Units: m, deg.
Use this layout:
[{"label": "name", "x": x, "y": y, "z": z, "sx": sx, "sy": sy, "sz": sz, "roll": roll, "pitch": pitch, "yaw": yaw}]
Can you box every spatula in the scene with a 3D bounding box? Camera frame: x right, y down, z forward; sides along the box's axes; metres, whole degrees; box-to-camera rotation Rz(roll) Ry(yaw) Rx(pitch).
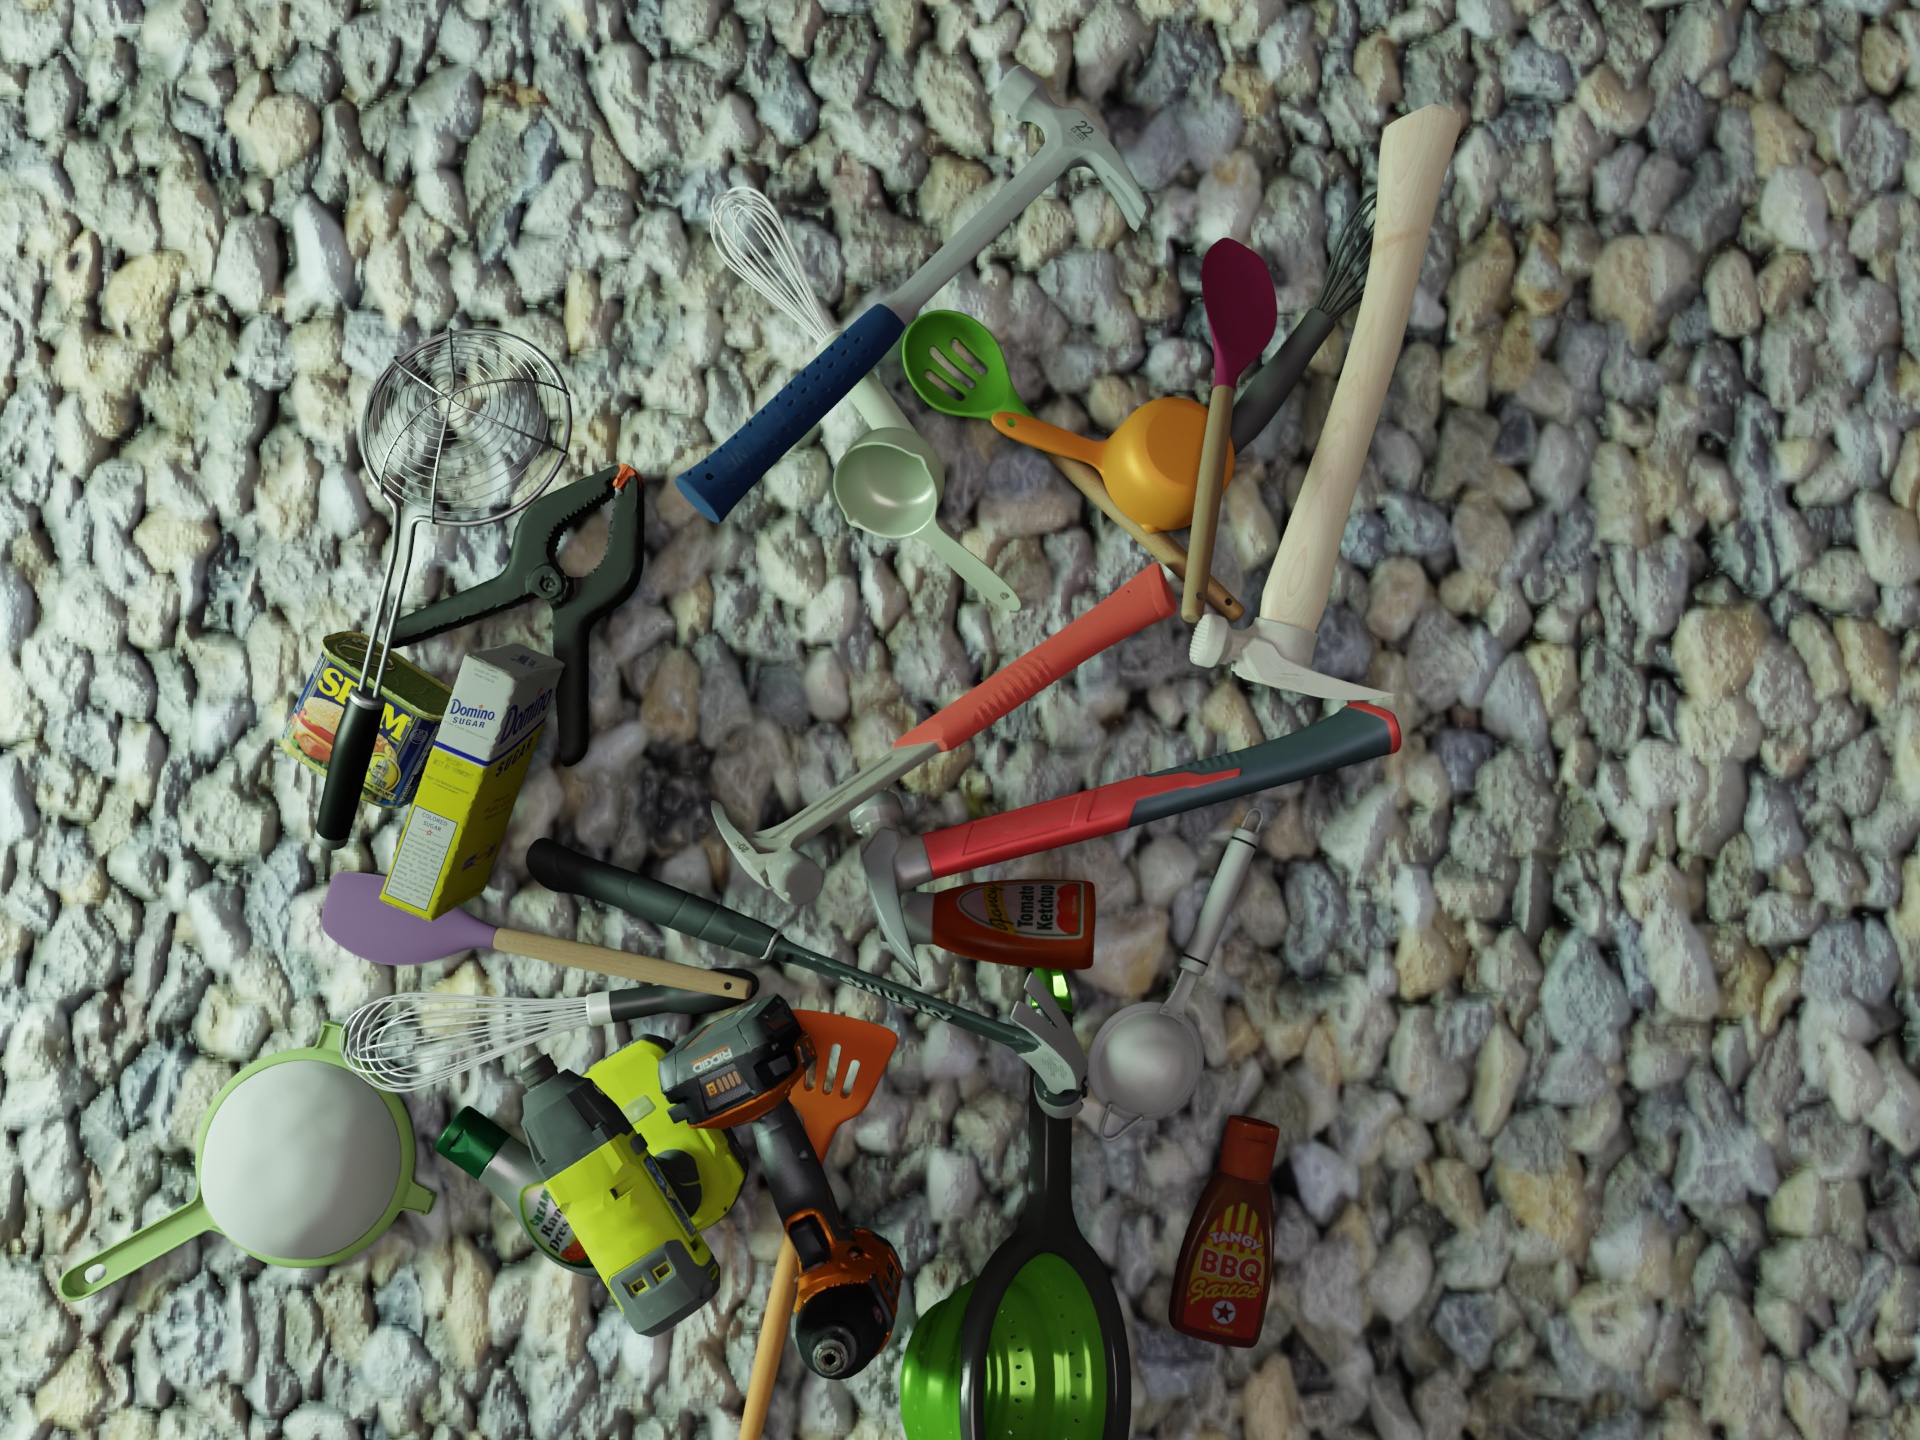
[{"label": "spatula", "x": -0.295, "y": 0.157, "z": 1.093, "sx": 0.316, "sy": 0.018, "sz": 0.060, "roll": 9, "pitch": 83, "yaw": 10}, {"label": "spatula", "x": -0.115, "y": 0.359, "z": 1.093, "sx": 0.081, "sy": 0.041, "sz": 0.322, "roll": 13, "pitch": 87, "yaw": -1}]

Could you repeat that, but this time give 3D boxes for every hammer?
[{"label": "hammer", "x": 0.285, "y": -0.218, "z": 1.110, "sx": 0.146, "sy": 0.038, "sz": 0.410, "roll": 15, "pitch": 94, "yaw": -7}, {"label": "hammer", "x": -0.036, "y": -0.285, "z": 1.107, "sx": 0.144, "sy": 0.035, "sz": 0.405, "roll": 42, "pitch": 76, "yaw": 5}, {"label": "hammer", "x": 0.125, "y": 0.068, "z": 1.096, "sx": 0.386, "sy": 0.038, "sz": 0.143, "roll": -15, "pitch": 53, "yaw": -6}, {"label": "hammer", "x": -0.110, "y": 0.152, "z": 1.041, "sx": 0.409, "sy": 0.149, "sz": 0.036, "roll": 17, "pitch": 60, "yaw": 18}, {"label": "hammer", "x": -0.002, "y": -0.004, "z": 1.101, "sx": 0.359, "sy": 0.149, "sz": 0.036, "roll": -34, "pitch": 117, "yaw": -14}]

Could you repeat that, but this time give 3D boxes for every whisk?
[{"label": "whisk", "x": -0.280, "y": 0.203, "z": 1.095, "sx": 0.284, "sy": 0.070, "sz": 0.070, "roll": -9, "pitch": 86, "yaw": -7}, {"label": "whisk", "x": 0.258, "y": -0.290, "z": 1.147, "sx": 0.055, "sy": 0.055, "sz": 0.239, "roll": 36, "pitch": 91, "yaw": 1}, {"label": "whisk", "x": -0.098, "y": -0.278, "z": 1.139, "sx": 0.058, "sy": 0.059, "sz": 0.246, "roll": -35, "pitch": 91, "yaw": 33}]

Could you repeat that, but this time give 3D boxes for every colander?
[{"label": "colander", "x": 0.028, "y": 0.361, "z": 1.069, "sx": 0.094, "sy": 0.204, "sz": 0.397, "roll": -11, "pitch": 67, "yaw": 32}]

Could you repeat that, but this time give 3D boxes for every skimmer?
[{"label": "skimmer", "x": -0.348, "y": -0.073, "z": 1.019, "sx": 0.127, "sy": 0.090, "sz": 0.363, "roll": 29, "pitch": 118, "yaw": 6}]

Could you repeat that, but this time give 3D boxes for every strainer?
[{"label": "strainer", "x": -0.500, "y": 0.326, "z": 1.072, "sx": 0.256, "sy": 0.069, "sz": 0.151, "roll": -29, "pitch": 87, "yaw": -5}, {"label": "strainer", "x": 0.159, "y": 0.179, "z": 1.113, "sx": 0.086, "sy": 0.050, "sz": 0.258, "roll": 26, "pitch": 82, "yaw": -15}]

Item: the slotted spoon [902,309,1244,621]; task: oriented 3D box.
[{"label": "slotted spoon", "x": 0.083, "y": -0.178, "z": 1.143, "sx": 0.314, "sy": 0.031, "sz": 0.070, "roll": 42, "pitch": 83, "yaw": 0}]

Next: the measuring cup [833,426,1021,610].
[{"label": "measuring cup", "x": -0.015, "y": -0.141, "z": 1.131, "sx": 0.167, "sy": 0.038, "sz": 0.083, "roll": 41, "pitch": 129, "yaw": -17}]

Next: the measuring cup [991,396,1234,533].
[{"label": "measuring cup", "x": 0.109, "y": -0.194, "z": 1.110, "sx": 0.173, "sy": 0.052, "sz": 0.095, "roll": 15, "pitch": 73, "yaw": -13}]

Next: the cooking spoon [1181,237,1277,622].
[{"label": "cooking spoon", "x": 0.178, "y": -0.206, "z": 1.095, "sx": 0.068, "sy": 0.017, "sz": 0.319, "roll": 23, "pitch": 62, "yaw": -22}]

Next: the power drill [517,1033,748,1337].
[{"label": "power drill", "x": -0.206, "y": 0.274, "z": 1.005, "sx": 0.080, "sy": 0.223, "sz": 0.171, "roll": -32, "pitch": 87, "yaw": -4}]

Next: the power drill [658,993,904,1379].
[{"label": "power drill", "x": -0.106, "y": 0.298, "z": 1.002, "sx": 0.084, "sy": 0.164, "sz": 0.226, "roll": -25, "pitch": 88, "yaw": 1}]
